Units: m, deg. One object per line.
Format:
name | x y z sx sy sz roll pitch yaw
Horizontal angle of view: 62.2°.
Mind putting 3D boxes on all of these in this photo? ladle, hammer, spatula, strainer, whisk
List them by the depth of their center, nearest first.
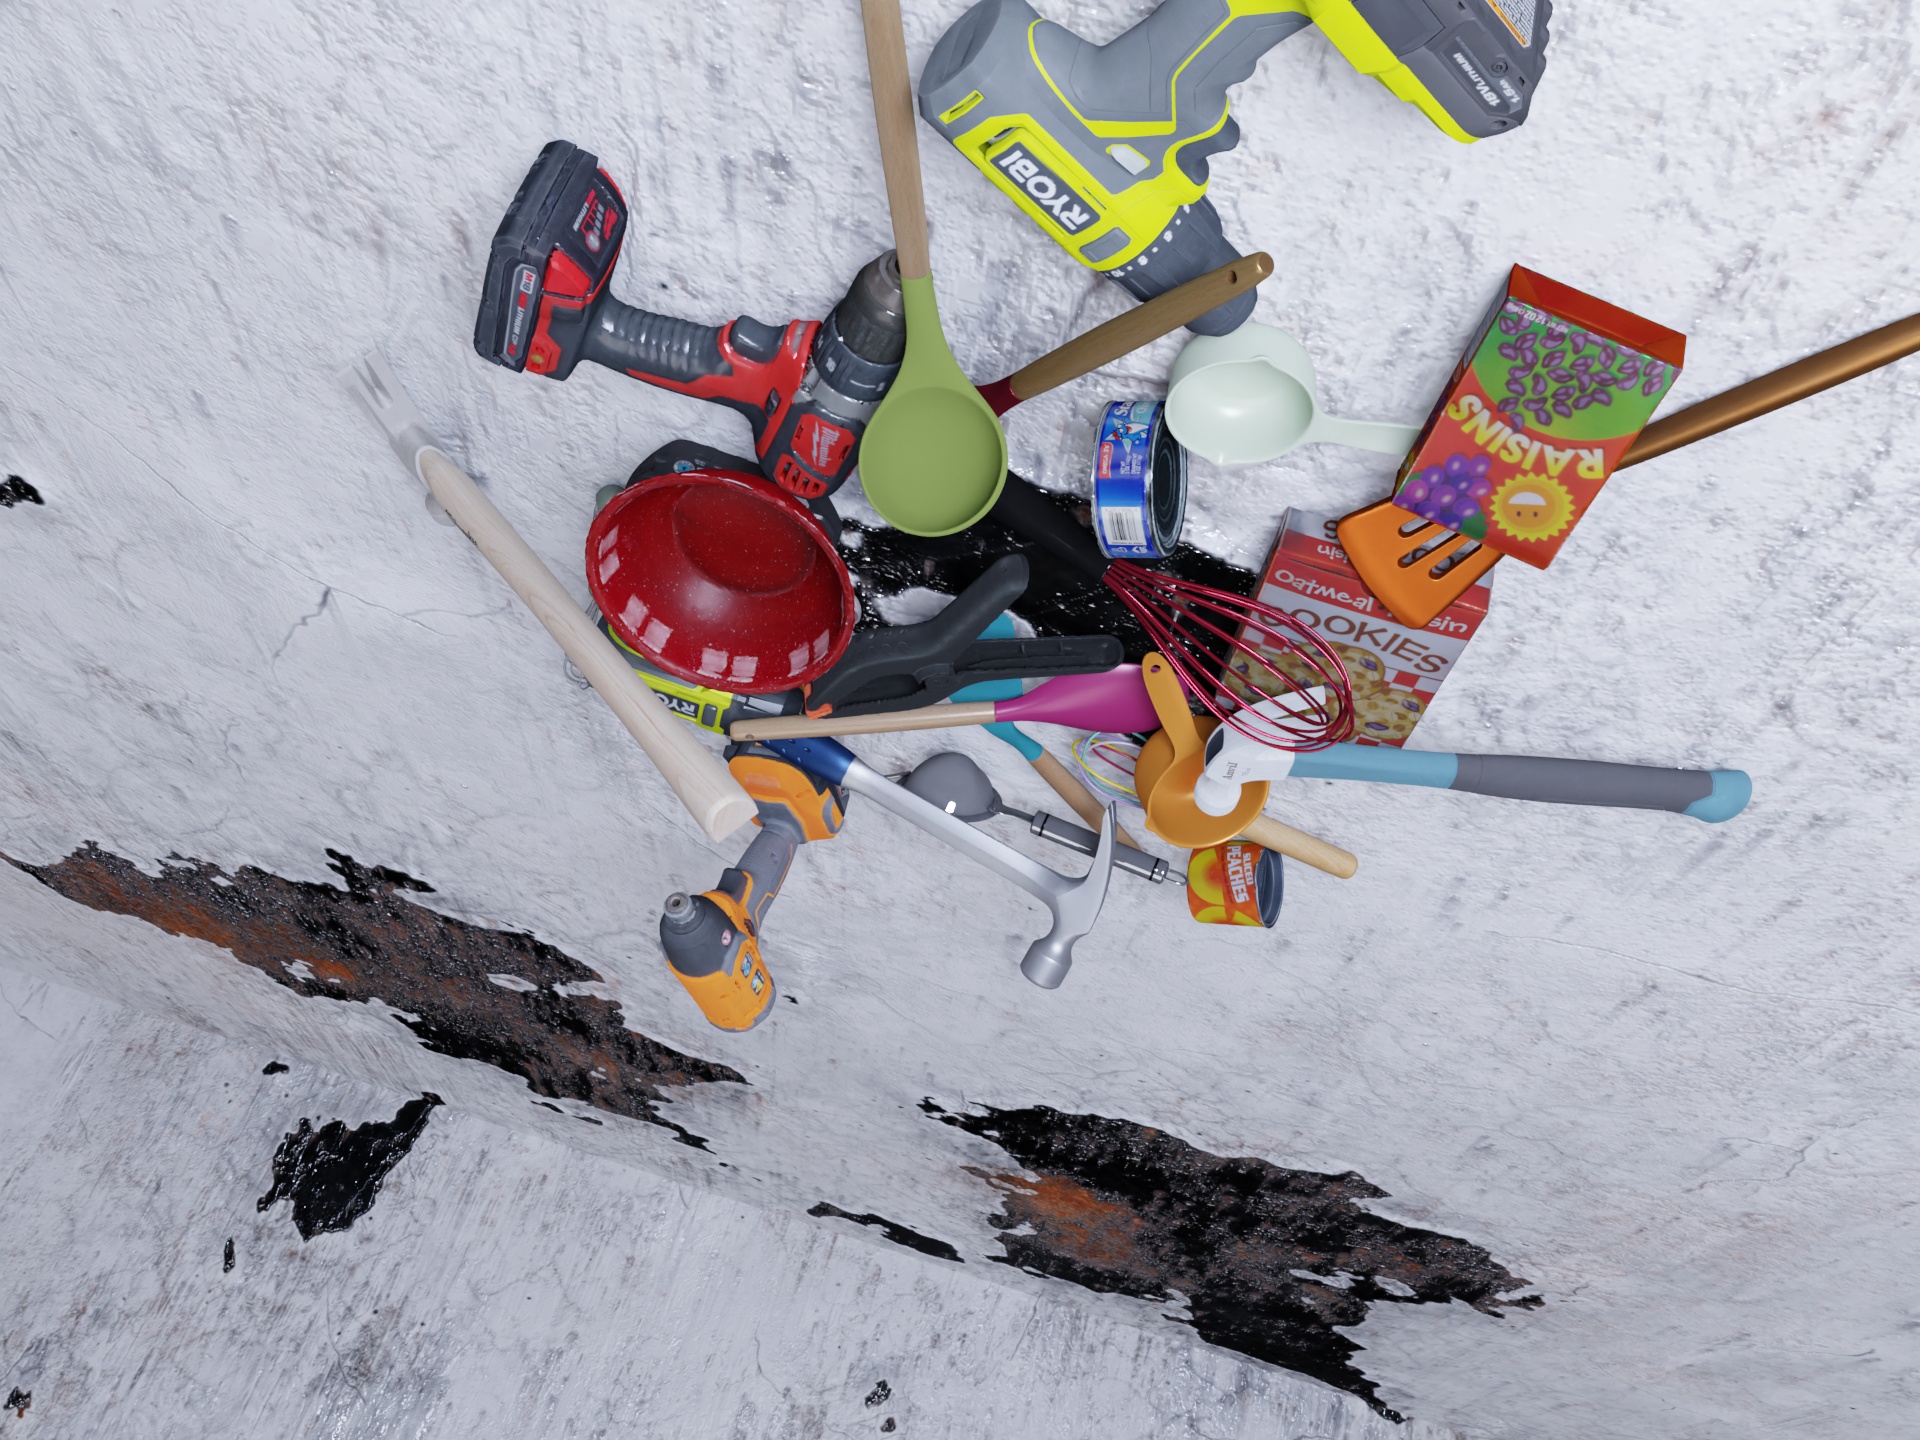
ladle | -0.026 -0.228 0.740 0.078 0.062 0.319 0 131 9
spatula | 0.335 -0.131 0.774 0.322 0.041 0.081 -23 114 46
ladle | 0.046 -0.173 0.795 0.315 0.031 0.069 -12 97 58
whisk | 0.104 -0.078 0.925 0.296 0.073 0.073 35 150 7
hammer | -0.252 -0.075 0.966 0.411 0.038 0.146 44 166 31
hammer | 0.320 0.033 0.995 0.331 0.033 0.128 5 151 1
whisk | -0.260 -0.092 1.167 0.059 0.058 0.246 -10 153 -21
whisk | 0.190 0.063 1.176 0.245 0.051 0.047 23 180 -16
hammer | -0.071 0.038 1.185 0.405 0.144 0.035 29 -166 9
spatula | 0.071 0.027 1.194 0.082 0.044 0.317 -5 147 33
strainer | 0.054 0.074 1.220 0.258 0.087 0.050 21 116 9

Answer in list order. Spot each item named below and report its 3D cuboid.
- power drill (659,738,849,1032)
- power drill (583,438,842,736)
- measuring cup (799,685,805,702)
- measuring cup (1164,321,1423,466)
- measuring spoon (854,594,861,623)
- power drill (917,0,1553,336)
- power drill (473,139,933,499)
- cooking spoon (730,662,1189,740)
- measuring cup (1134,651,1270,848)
power drill | -0.168 0.112 1.256 0.084 0.227 0.164 7 148 18
power drill | -0.160 -0.073 1.078 0.171 0.080 0.223 19 144 -4
measuring cup | -0.176 -0.023 1.238 0.156 0.029 0.062 18 150 -2
measuring cup | 0.188 -0.163 0.815 0.167 0.038 0.083 9 149 -3
measuring spoon | -0.102 -0.071 1.142 0.034 0.018 0.124 28 155 -16
power drill | 0.119 -0.255 0.661 0.190 0.080 0.228 33 149 -31
power drill | -0.133 -0.220 0.857 0.226 0.080 0.188 23 149 -13
cooking spoon | -0.002 -0.004 1.100 0.319 0.017 0.068 -4 136 4
measuring cup | 0.149 0.009 1.080 0.095 0.052 0.173 -25 125 3
